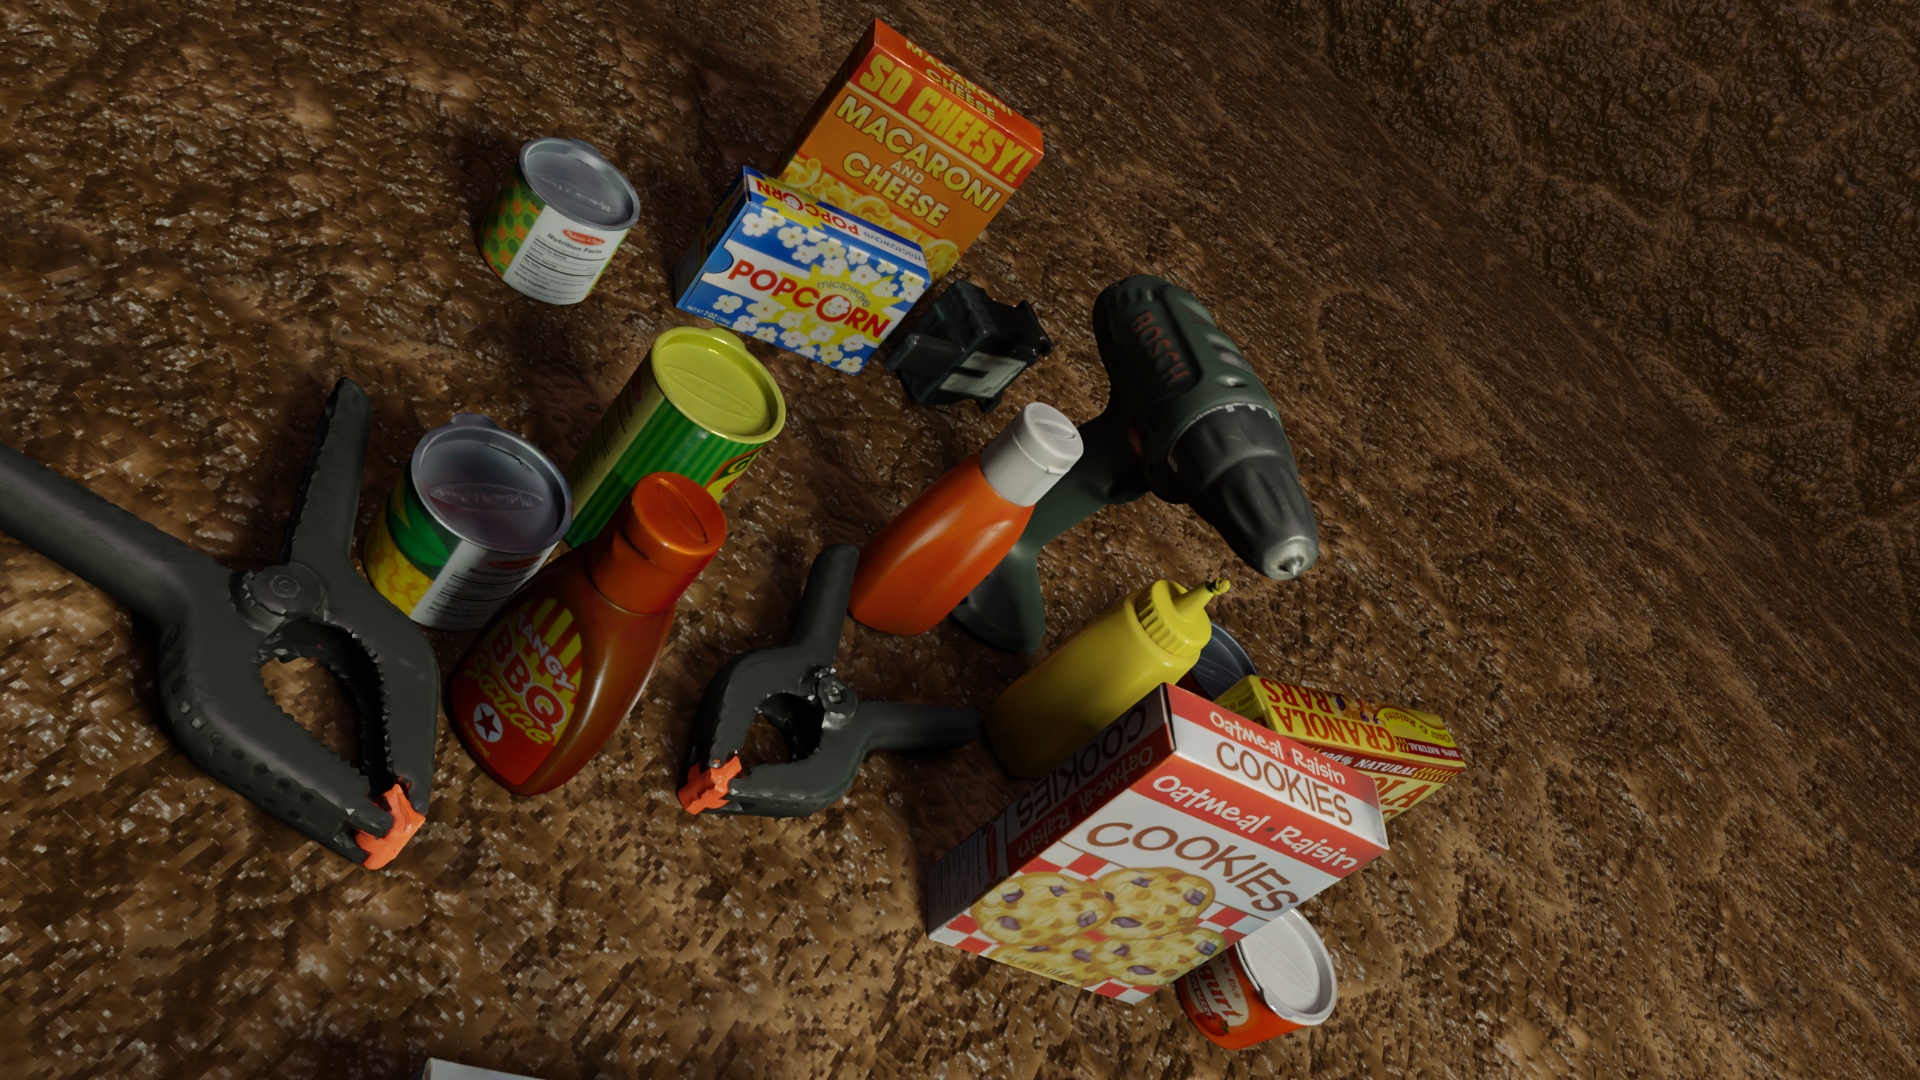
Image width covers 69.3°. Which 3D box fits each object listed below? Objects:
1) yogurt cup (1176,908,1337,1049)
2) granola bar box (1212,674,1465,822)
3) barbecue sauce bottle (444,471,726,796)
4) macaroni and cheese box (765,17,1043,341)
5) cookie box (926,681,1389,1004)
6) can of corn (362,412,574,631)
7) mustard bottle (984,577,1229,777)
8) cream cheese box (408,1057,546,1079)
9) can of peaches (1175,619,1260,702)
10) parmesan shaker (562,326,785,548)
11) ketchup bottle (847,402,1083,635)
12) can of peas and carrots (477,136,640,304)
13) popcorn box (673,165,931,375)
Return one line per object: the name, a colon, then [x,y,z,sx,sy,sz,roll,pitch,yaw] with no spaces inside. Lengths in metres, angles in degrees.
yogurt cup: [0.145,0.218,0.696,0.072,0.053,0.073,28,37,-24]
granola bar box: [0.175,0.131,0.756,0.165,0.123,0.039,14,44,-37]
barbecue sauce bottle: [-0.137,0.033,0.513,0.065,0.148,0.044,52,34,10]
macaroni and cheese box: [-0.048,-0.217,0.854,0.123,0.165,0.040,27,38,-25]
cookie box: [0.083,0.139,0.613,0.123,0.166,0.040,26,38,-26]
can of corn: [-0.202,-0.007,0.568,0.071,0.058,0.071,28,37,-24]
mustard bottle: [0.079,0.062,0.697,0.065,0.159,0.049,-3,56,-48]
cream cheese box: [-0.129,0.193,0.438,0.104,0.053,0.024,24,39,-28]
can of peaches: [0.134,0.089,0.817,0.071,0.057,0.071,28,37,-24]
parmesan shaker: [-0.134,-0.040,0.635,0.071,0.102,0.072,28,37,-24]
ketchup bottle: [0.003,-0.009,0.703,0.065,0.148,0.044,9,47,-41]
can of peas and carrots: [-0.211,-0.169,0.729,0.071,0.058,0.071,28,37,-24]
popcorn box: [-0.092,-0.155,0.815,0.127,0.085,0.038,18,42,-34]
